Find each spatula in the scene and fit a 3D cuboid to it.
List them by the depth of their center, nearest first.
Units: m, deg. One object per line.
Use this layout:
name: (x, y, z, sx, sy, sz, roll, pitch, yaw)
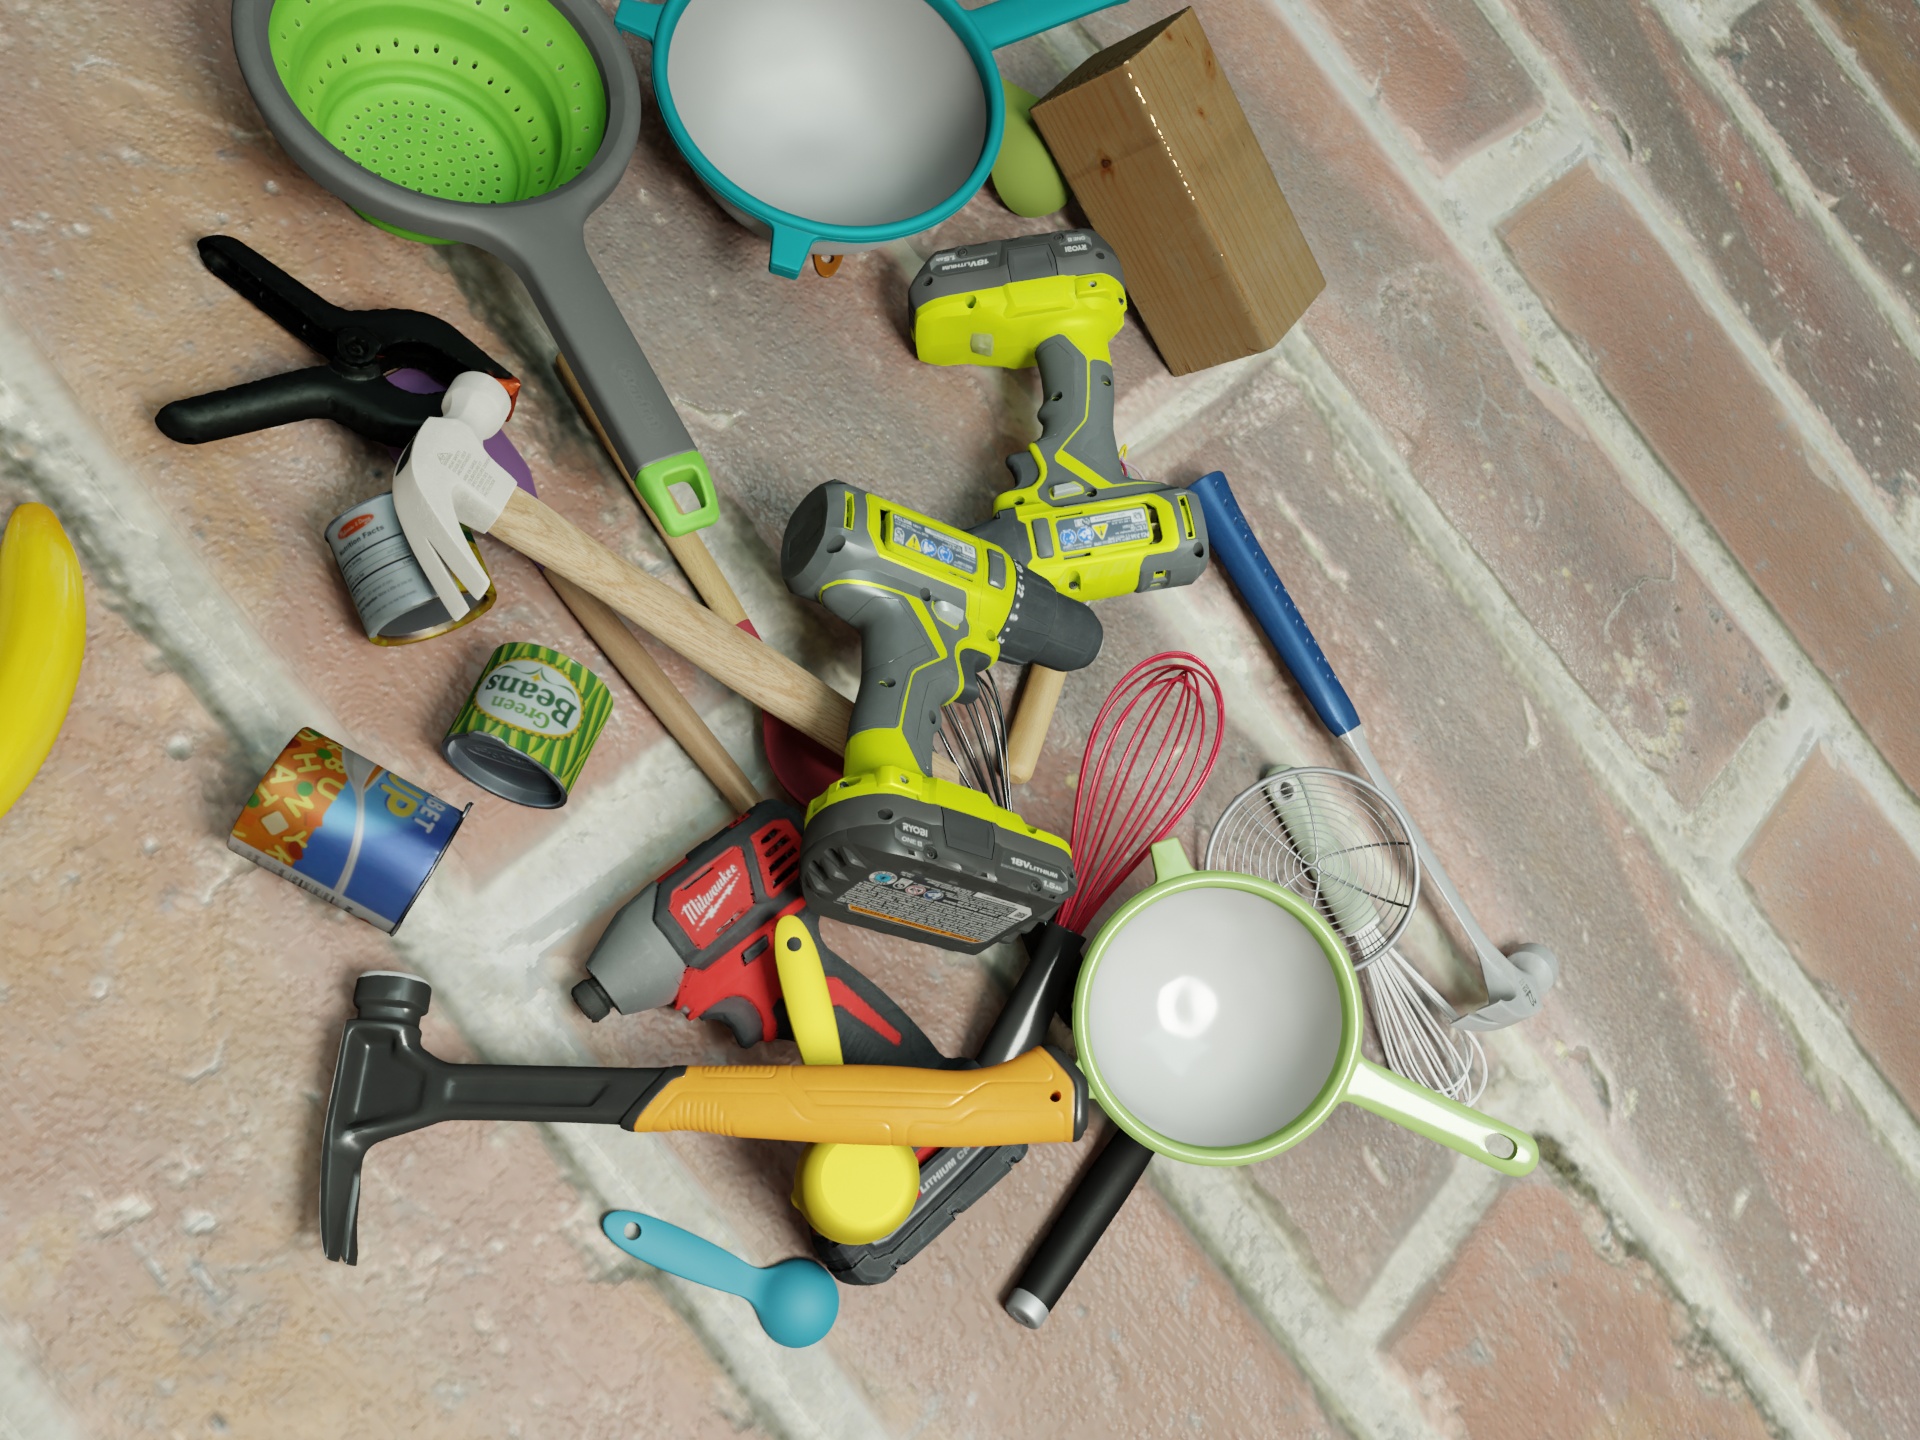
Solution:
spatula: (-0.202, -0.062, 0.846, 0.060, 0.018, 0.316, -40, 90, -31)

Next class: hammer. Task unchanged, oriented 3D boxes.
hammer: (-0.112, 0.176, 0.706, 0.337, 0.034, 0.127, 0, 65, 1)
hammer: (-0.135, -0.043, 0.814, 0.331, 0.031, 0.130, 34, 39, -21)
hammer: (0.258, 0.017, 1.033, 0.144, 0.035, 0.405, -18, 76, -58)

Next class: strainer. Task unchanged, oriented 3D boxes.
strainer: (0.179, 0.177, 0.846, 0.256, 0.069, 0.151, 25, 83, -1)
strainer: (-0.035, -0.393, 0.998, 0.340, 0.095, 0.211, -30, 83, -23)

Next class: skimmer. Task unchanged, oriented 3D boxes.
skimmer: (0.137, 0.177, 0.896, 0.127, 0.090, 0.363, 33, 58, 14)

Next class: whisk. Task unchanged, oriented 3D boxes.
whisk: (0.066, 0.096, 0.867, 0.073, 0.073, 0.296, 28, 83, -17)
whisk: (0.028, 0.067, 0.907, 0.055, 0.055, 0.239, -21, 87, -32)
whisk: (0.067, -0.072, 0.982, 0.051, 0.047, 0.245, 28, 64, -18)
whisk: (0.259, 0.137, 1.008, 0.246, 0.058, 0.059, 63, 23, 9)

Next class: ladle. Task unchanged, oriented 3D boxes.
ladle: (-0.138, -0.074, 0.882, 0.069, 0.031, 0.315, -29, 85, -43)
ladle: (-0.034, -0.474, 1.088, 0.320, 0.062, 0.078, 47, 59, 3)

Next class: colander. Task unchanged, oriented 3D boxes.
colander: (-0.244, -0.257, 0.849, 0.204, 0.094, 0.397, -25, 83, -33)

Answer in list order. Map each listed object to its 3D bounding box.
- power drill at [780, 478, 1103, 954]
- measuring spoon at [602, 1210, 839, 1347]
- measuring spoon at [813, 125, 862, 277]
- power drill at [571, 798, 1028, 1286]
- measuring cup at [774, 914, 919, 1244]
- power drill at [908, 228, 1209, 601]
power drill: (-0.001, -0.003, 0.824, 0.190, 0.080, 0.229, 20, 52, -29)
measuring spoon: (-0.113, 0.266, 0.769, 0.128, 0.021, 0.042, 30, 60, -17)
measuring spoon: (-0.080, -0.332, 1.022, 0.021, 0.011, 0.117, 10, 70, -10)
power drill: (-0.082, 0.162, 0.789, 0.143, 0.078, 0.220, -37, 86, -20)
measuring cup: (-0.060, 0.164, 0.739, 0.062, 0.029, 0.157, -13, 78, -16)
power drill: (0.043, -0.176, 0.964, 0.171, 0.080, 0.223, -9, 72, -3)
